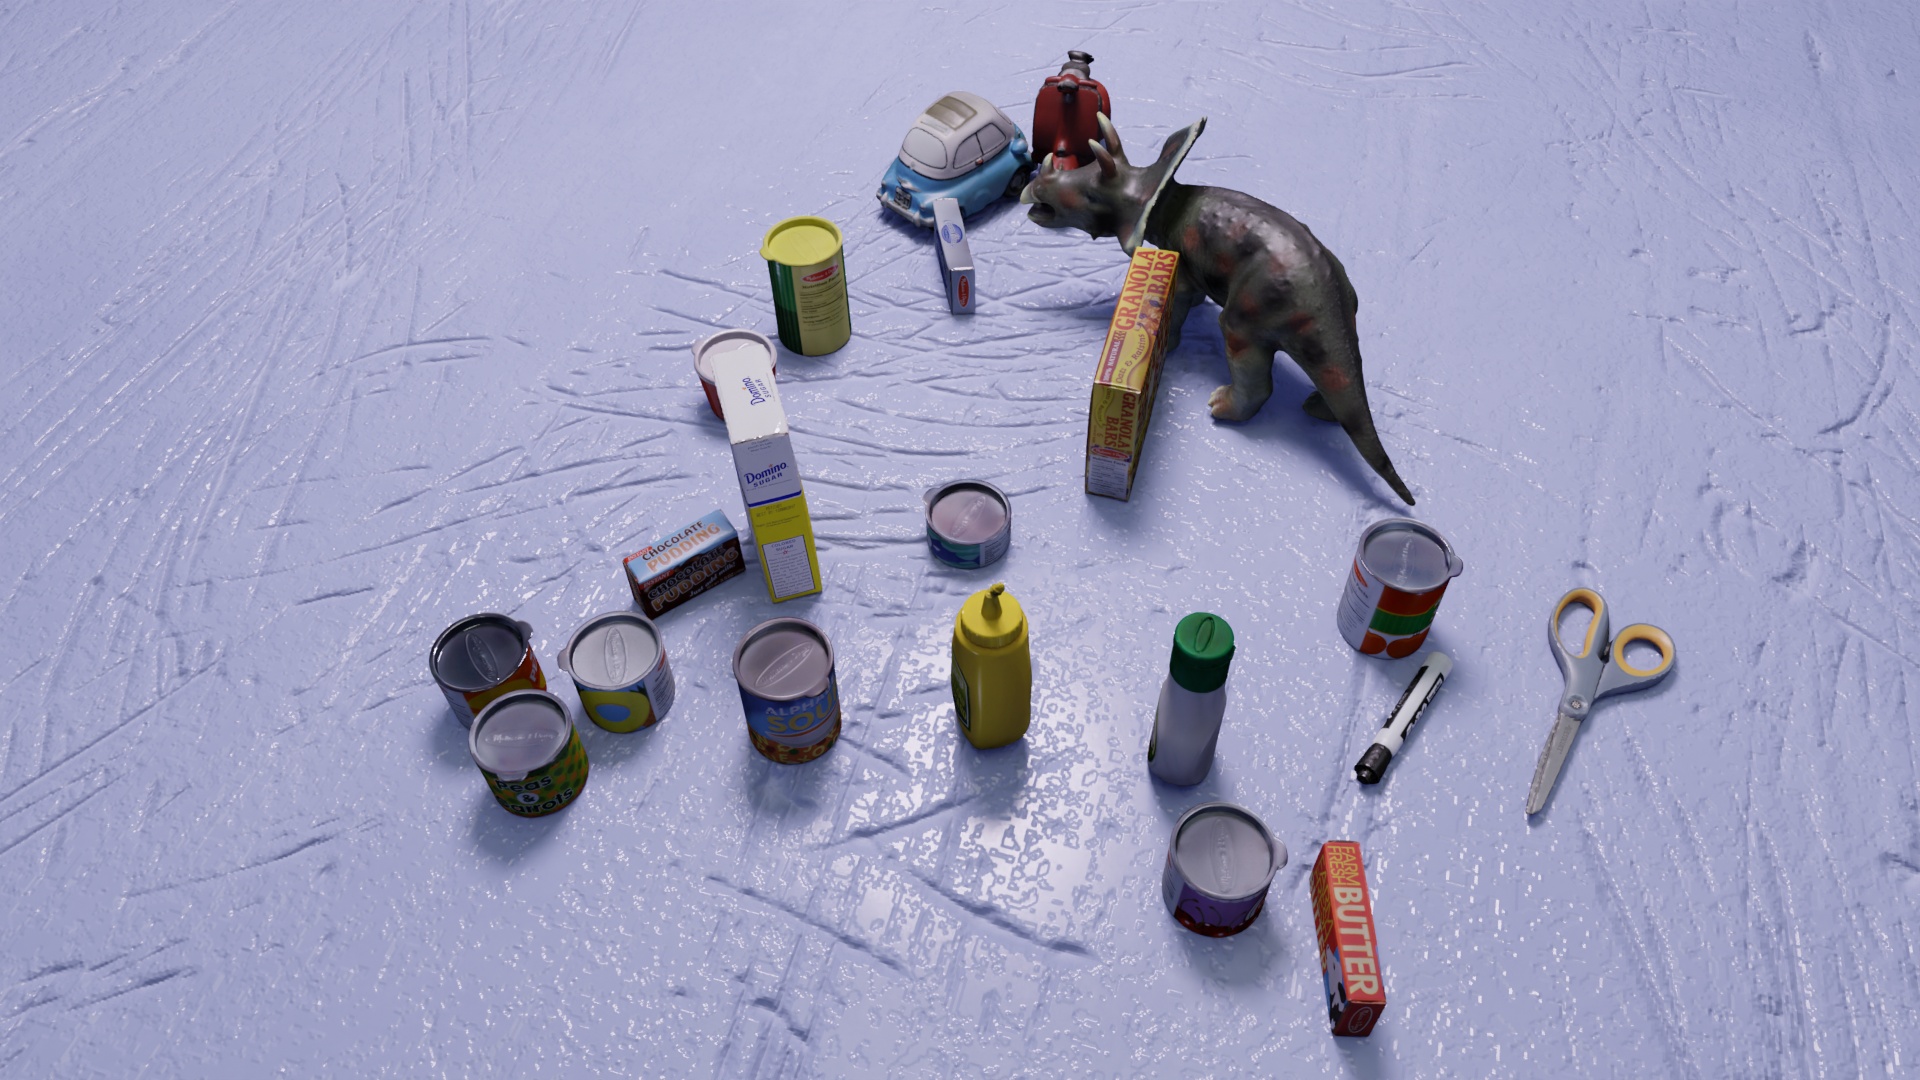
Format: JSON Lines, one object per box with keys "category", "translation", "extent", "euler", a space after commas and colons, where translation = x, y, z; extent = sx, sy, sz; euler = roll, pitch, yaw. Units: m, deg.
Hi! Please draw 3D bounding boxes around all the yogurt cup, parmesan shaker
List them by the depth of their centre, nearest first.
{"category": "yogurt cup", "translation": [-0.184, -0.134, 1.156], "extent": [0.072, 0.053, 0.073], "euler": [0, 50, 0]}
{"category": "parmesan shaker", "translation": [-0.133, -0.216, 1.192], "extent": [0.071, 0.102, 0.072], "euler": [0, 50, 1]}

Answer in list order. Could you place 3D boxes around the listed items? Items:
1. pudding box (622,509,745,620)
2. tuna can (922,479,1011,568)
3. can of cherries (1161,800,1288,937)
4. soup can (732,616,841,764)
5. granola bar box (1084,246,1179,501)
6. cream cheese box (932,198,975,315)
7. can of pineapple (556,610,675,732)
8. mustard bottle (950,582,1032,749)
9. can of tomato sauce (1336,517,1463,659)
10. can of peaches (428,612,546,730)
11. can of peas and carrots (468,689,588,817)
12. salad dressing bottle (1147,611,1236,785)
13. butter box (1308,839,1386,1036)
{"category": "pudding box", "translation": [-0.205, 0.017, 1.033], "extent": [0.084, 0.049, 0.030], "euler": [-29, 56, -22]}
{"category": "tuna can", "translation": [0.004, -0.013, 1.066], "extent": [0.071, 0.032, 0.071], "euler": [0, 50, 0]}
{"category": "can of cherries", "translation": [0.163, 0.206, 0.865], "extent": [0.071, 0.058, 0.072], "euler": [0, 50, 1]}
{"category": "soup can", "translation": [-0.114, 0.104, 0.937], "extent": [0.071, 0.083, 0.072], "euler": [0, 50, 1]}
{"category": "granola bar box", "translation": [0.136, -0.134, 1.106], "extent": [0.039, 0.123, 0.166], "euler": [12, 51, 10]}
{"category": "cream cheese box", "translation": [-0.006, -0.257, 1.257], "extent": [0.024, 0.053, 0.104], "euler": [-7, 51, -5]}
{"category": "can of pineapple", "translation": [-0.237, 0.092, 0.966], "extent": [0.071, 0.057, 0.071], "euler": [0, 50, 1]}
{"category": "mustard bottle", "translation": [0.019, 0.075, 0.910], "extent": [0.049, 0.159, 0.065], "euler": [-14, 52, -10]}
{"category": "can of tomato sauce", "translation": [0.311, 0.035, 0.990], "extent": [0.071, 0.082, 0.071], "euler": [0, 50, 1]}
{"category": "can of peaches", "translation": [-0.325, 0.092, 0.966], "extent": [0.071, 0.057, 0.071], "euler": [0, 50, 1]}
{"category": "can of peas and carrots", "translation": [-0.285, 0.144, 0.922], "extent": [0.071, 0.058, 0.071], "euler": [0, 50, 1]}
{"category": "salad dressing bottle", "translation": [0.149, 0.103, 0.894], "extent": [0.044, 0.146, 0.064], "euler": [17, 53, 14]}
{"category": "butter box", "translation": [0.233, 0.239, 0.840], "extent": [0.024, 0.052, 0.104], "euler": [1, 50, 2]}
